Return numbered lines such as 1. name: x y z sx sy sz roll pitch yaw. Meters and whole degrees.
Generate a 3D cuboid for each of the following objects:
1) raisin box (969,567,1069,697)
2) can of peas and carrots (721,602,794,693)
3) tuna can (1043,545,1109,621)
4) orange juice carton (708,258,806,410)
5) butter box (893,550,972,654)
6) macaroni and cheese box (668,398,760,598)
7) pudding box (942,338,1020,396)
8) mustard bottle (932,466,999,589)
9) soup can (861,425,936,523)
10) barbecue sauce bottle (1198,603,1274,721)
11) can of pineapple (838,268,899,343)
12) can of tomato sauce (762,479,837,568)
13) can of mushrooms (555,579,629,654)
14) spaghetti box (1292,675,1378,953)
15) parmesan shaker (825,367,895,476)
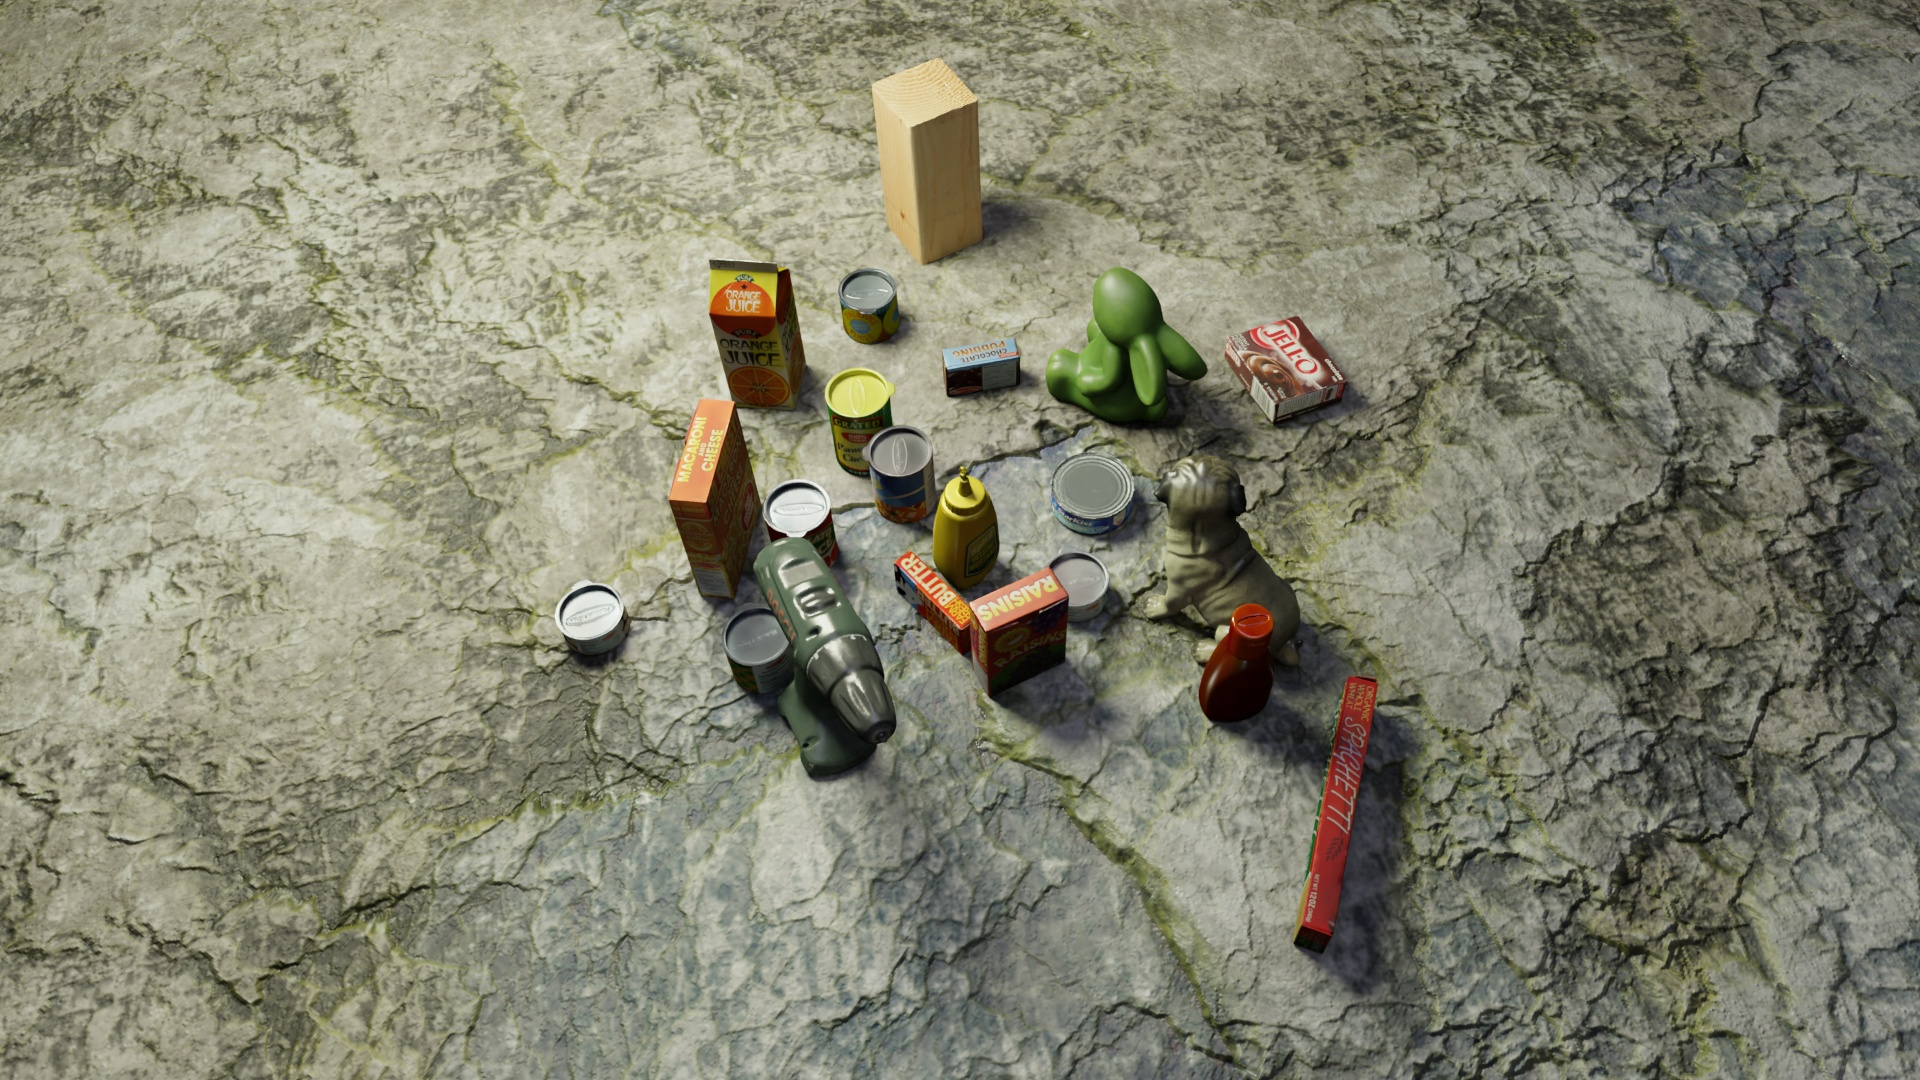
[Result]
1. raisin box: 0.054 0.087 1.287 0.086 0.122 0.040 -23 58 -13
2. can of peas and carrots: -0.191 0.102 1.325 0.071 0.058 0.071 -1 55 2
3. tuna can: 0.113 0.043 1.370 0.071 0.032 0.071 -1 55 1
4. orange juice carton: -0.216 -0.227 1.474 0.072 0.191 0.073 4 56 5
5. butter box: -0.023 0.060 1.351 0.024 0.053 0.104 -36 61 -20
6. macaroni and cheese box: -0.239 -0.039 1.359 0.040 0.165 0.124 5 56 6
7. pudding box: 0.023 -0.190 1.526 0.084 0.049 0.030 -10 56 -5
8. mustard bottle: 0.005 -0.017 1.339 0.049 0.159 0.065 39 65 25
9. soup can: -0.062 -0.067 1.423 0.071 0.083 0.072 -1 55 2
10. barbecue sauce bottle: 0.253 0.111 1.248 0.065 0.147 0.044 -10 56 -5
11. can of pineapple: -0.104 -0.265 1.577 0.071 0.057 0.071 -1 55 2
12. can of tomato sauce: -0.158 -0.009 1.386 0.071 0.082 0.071 -1 55 2
13. can of mushrooms: -0.361 0.075 1.365 0.071 0.033 0.071 -1 55 1
14. spaghetti box: 0.330 0.234 1.219 0.029 0.050 0.251 14 57 12
15. parmesan shaker: -0.100 -0.122 1.451 0.071 0.102 0.071 -1 55 2
